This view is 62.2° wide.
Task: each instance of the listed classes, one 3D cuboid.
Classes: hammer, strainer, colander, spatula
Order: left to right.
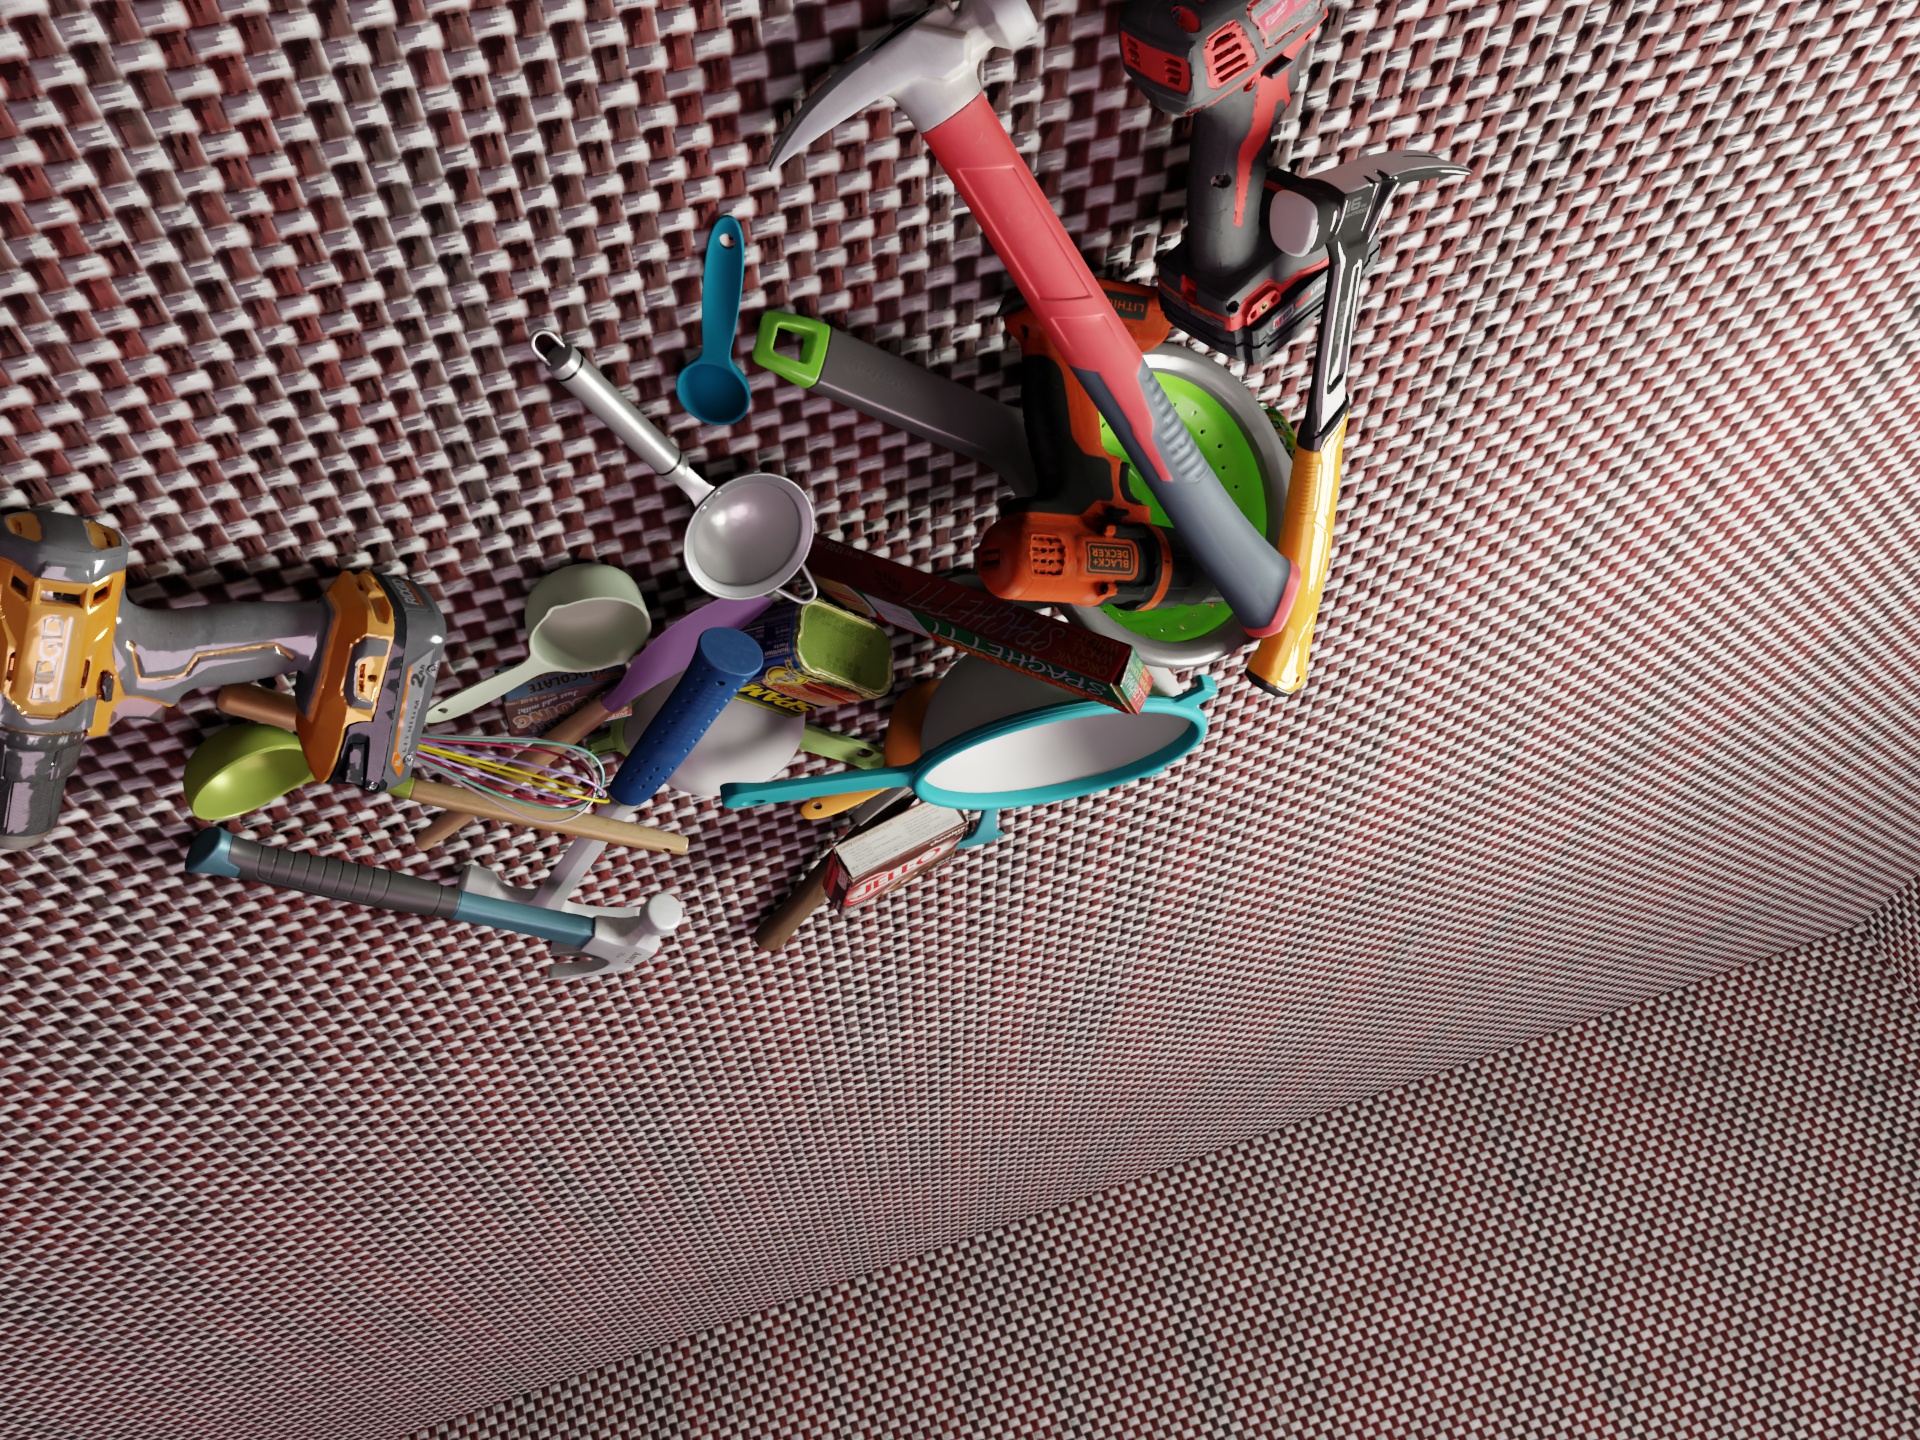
[{"bbox_3d":[-0.378,0.129,1.146,0.330,0.033,0.128,17,143,-27],"label":"hammer"},{"bbox_3d":[-0.254,0.002,1.058,0.316,0.018,0.059,-34,160,19],"label":"spatula"},{"bbox_3d":[-0.232,0.058,1.116,0.144,0.035,0.405,21,141,-22],"label":"hammer"},{"bbox_3d":[-0.163,-0.146,0.923,0.087,0.050,0.258,-44,142,1],"label":"strainer"},{"bbox_3d":[-0.137,0.025,1.184,0.151,0.069,0.256,-39,145,27],"label":"strainer"},{"bbox_3d":[-0.098,0.114,1.373,0.130,0.031,0.331,-18,159,-44],"label":"hammer"},{"bbox_3d":[-0.002,-0.004,1.114,0.340,0.095,0.211,-8,162,-7],"label":"strainer"},{"bbox_3d":[0.029,0.037,1.364,0.082,0.044,0.317,-8,143,-22],"label":"spatula"},{"bbox_3d":[0.041,-0.155,0.986,0.396,0.204,0.094,18,168,-28],"label":"colander"},{"bbox_3d":[0.063,-0.182,0.837,0.143,0.038,0.386,-31,120,12],"label":"hammer"},{"bbox_3d":[0.211,-0.155,0.917,0.127,0.034,0.336,-27,137,-29],"label":"hammer"}]

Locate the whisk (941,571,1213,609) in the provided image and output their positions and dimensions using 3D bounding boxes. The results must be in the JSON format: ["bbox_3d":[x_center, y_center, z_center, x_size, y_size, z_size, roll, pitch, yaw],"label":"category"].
[{"bbox_3d":[0.117,-0.098,1.169,0.295,0.073,0.073,-4,146,-19],"label":"whisk"}]

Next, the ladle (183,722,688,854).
[{"bbox_3d":[-0.336,0.061,1.046,0.320,0.062,0.078,14,143,-21],"label":"ladle"}]

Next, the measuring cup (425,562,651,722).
[{"bbox_3d":[-0.276,-0.048,1.011,0.167,0.038,0.083,-26,150,13],"label":"measuring cup"}]

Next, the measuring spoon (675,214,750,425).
[{"bbox_3d":[-0.128,-0.217,0.856,0.042,0.021,0.128,14,135,-1],"label":"measuring spoon"}]

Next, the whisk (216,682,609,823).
[{"bbox_3d":[-0.340,0.017,1.007,0.244,0.047,0.051,18,118,-22],"label":"whisk"}]

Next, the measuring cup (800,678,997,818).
[{"bbox_3d":[-0.046,0.025,1.201,0.173,0.095,0.052,-24,148,-31],"label":"measuring cup"}]

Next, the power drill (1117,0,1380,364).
[{"bbox_3d":[0.157,-0.307,0.821,0.143,0.079,0.219,-41,147,-13],"label":"power drill"}]

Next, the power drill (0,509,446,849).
[{"bbox_3d":[-0.421,-0.010,0.881,0.226,0.084,0.185,6,113,-38],"label":"power drill"}]
